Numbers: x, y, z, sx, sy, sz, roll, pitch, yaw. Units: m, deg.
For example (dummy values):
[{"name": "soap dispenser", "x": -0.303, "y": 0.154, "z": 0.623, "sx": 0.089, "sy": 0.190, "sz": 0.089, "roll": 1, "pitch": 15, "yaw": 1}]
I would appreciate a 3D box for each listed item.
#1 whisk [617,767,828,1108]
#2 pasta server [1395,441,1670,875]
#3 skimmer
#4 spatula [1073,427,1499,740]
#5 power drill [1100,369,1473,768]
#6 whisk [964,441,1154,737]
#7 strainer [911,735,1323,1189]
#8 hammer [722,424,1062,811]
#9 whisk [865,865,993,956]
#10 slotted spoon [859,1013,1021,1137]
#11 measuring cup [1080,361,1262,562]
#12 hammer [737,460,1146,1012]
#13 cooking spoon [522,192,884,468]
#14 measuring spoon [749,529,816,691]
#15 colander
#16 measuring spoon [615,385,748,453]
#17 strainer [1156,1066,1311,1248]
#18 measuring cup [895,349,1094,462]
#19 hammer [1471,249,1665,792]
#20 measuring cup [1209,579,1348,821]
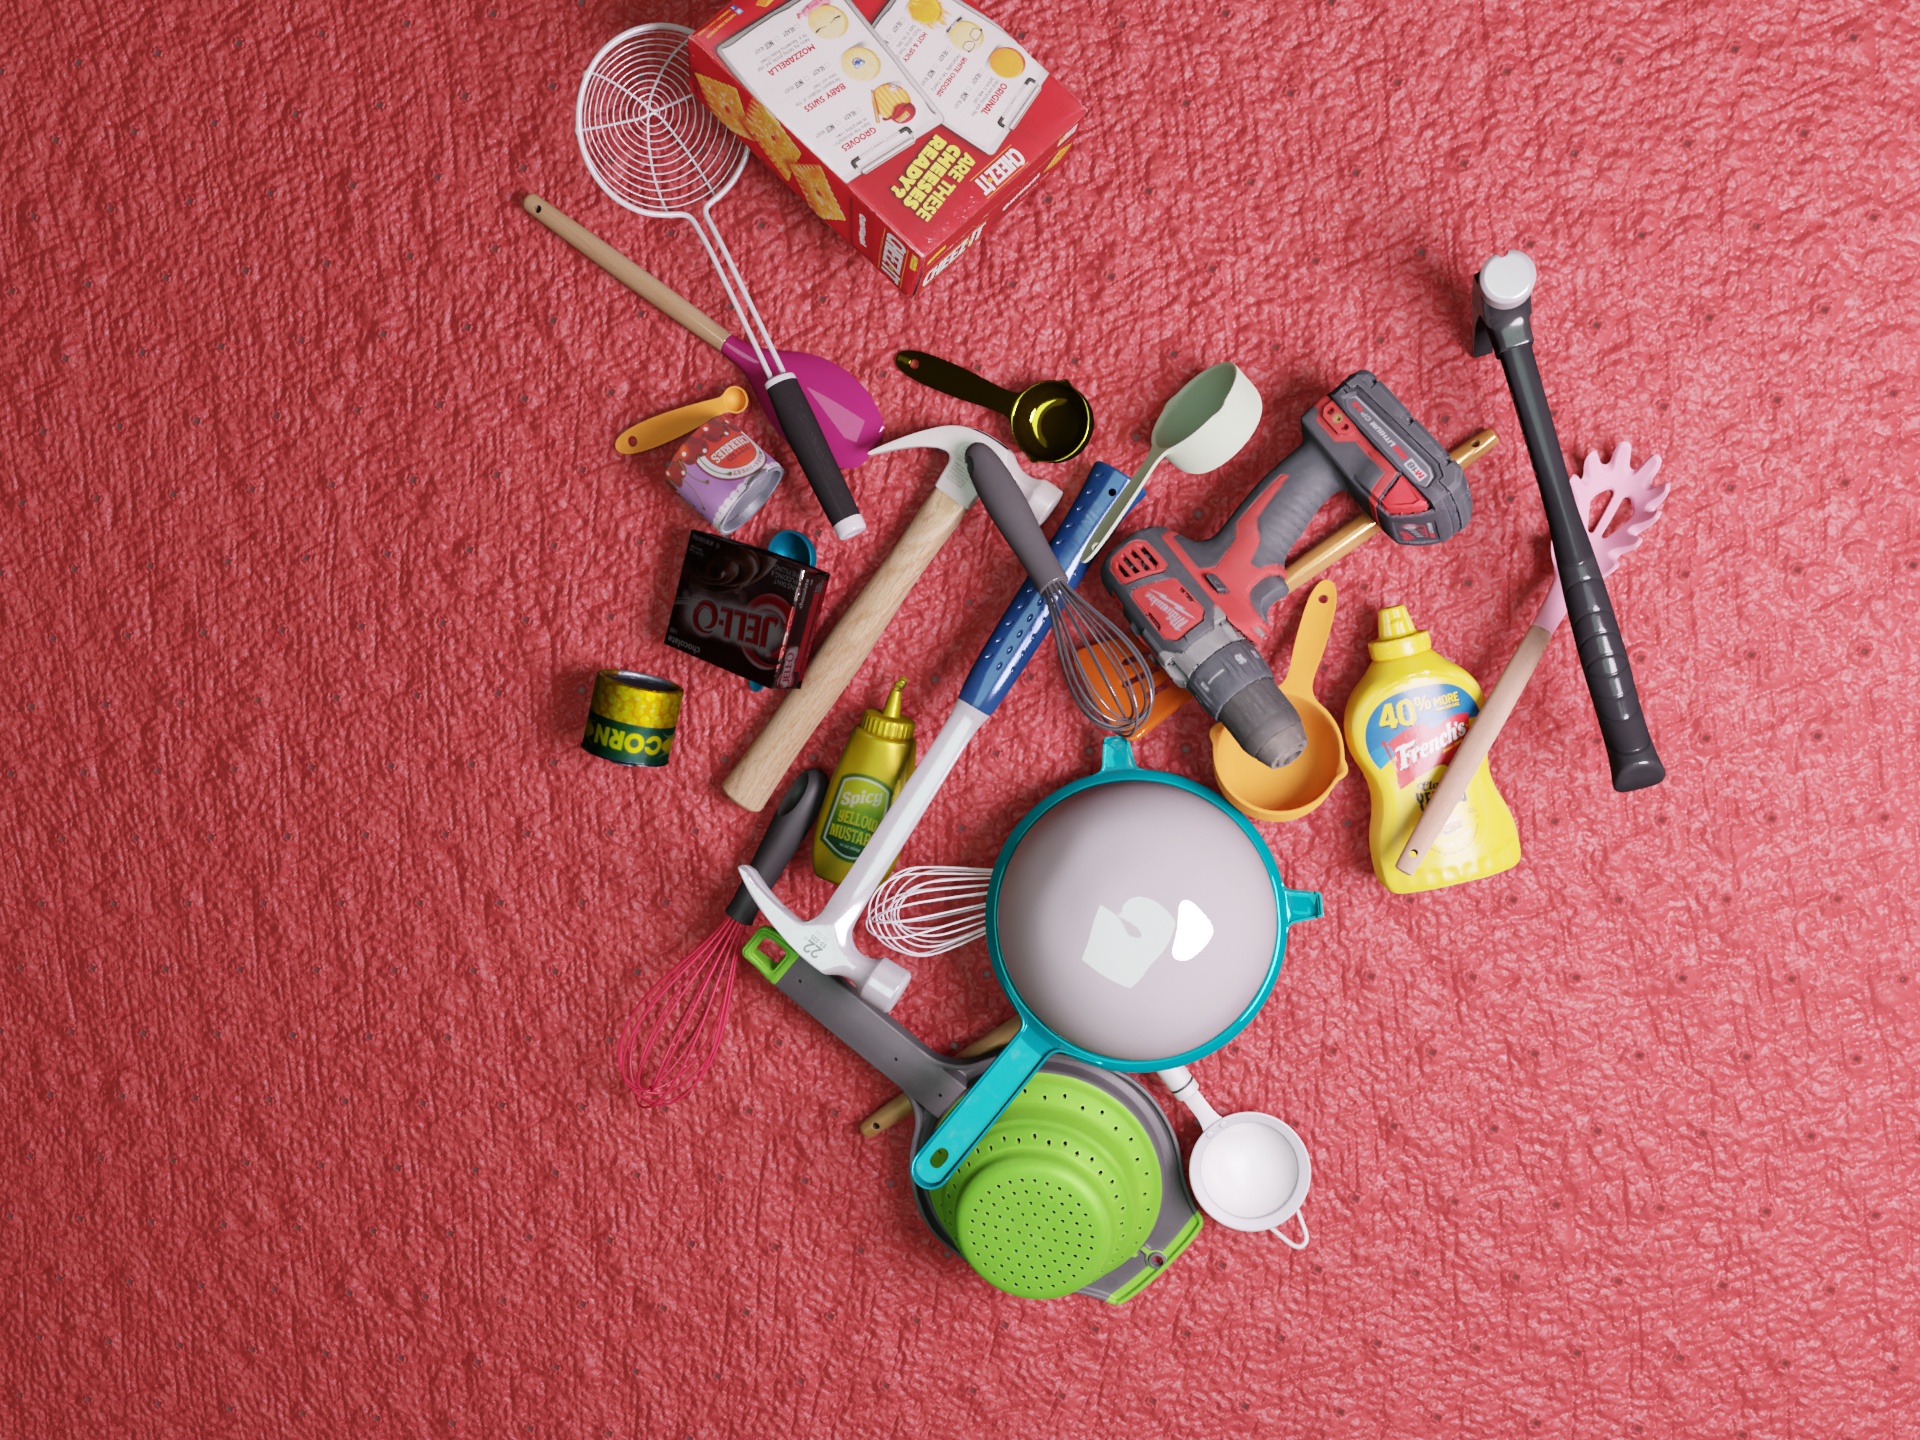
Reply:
[{"name": "whisk", "x": -0.177, "y": 0.165, "z": 1.201, "sx": 0.073, "sy": 0.073, "sz": 0.296, "roll": 30, "pitch": 96, "yaw": 6}, {"name": "pasta server", "x": 0.369, "y": -0.038, "z": 1.045, "sx": 0.060, "sy": 0.040, "sz": 0.316, "roll": 30, "pitch": 87, "yaw": 20}, {"name": "skimmer", "x": -0.149, "y": -0.299, "z": 1.104, "sx": 0.127, "sy": 0.090, "sz": 0.363, "roll": -25, "pitch": 87, "yaw": -14}, {"name": "spatula", "x": 0.229, "y": -0.102, "z": 1.095, "sx": 0.322, "sy": 0.041, "sz": 0.081, "roll": -36, "pitch": 66, "yaw": 11}, {"name": "power drill", "x": 0.225, "y": -0.096, "z": 1.045, "sx": 0.226, "sy": 0.080, "sz": 0.188, "roll": -38, "pitch": 67, "yaw": 9}, {"name": "whisk", "x": 0.062, "y": -0.093, "z": 1.068, "sx": 0.055, "sy": 0.055, "sz": 0.239, "roll": -33, "pitch": 71, "yaw": 13}, {"name": "strainer", "x": 0.079, "y": 0.182, "z": 1.068, "sx": 0.211, "sy": 0.095, "sz": 0.340, "roll": 40, "pitch": 85, "yaw": 7}, {"name": "hammer", "x": -0.074, "y": -0.071, "z": 1.163, "sx": 0.130, "sy": 0.031, "sz": 0.331, "roll": 37, "pitch": 103, "yaw": 4}, {"name": "whisk", "x": 0.069, "y": 0.120, "z": 1.153, "sx": 0.284, "sy": 0.070, "sz": 0.070, "roll": -11, "pitch": 95, "yaw": 7}, {"name": "slotted spoon", "x": 0.049, "y": 0.228, "z": 1.182, "sx": 0.313, "sy": 0.031, "sz": 0.070, "roll": -36, "pitch": 92, "yaw": 15}, {"name": "measuring cup", "x": 0.143, "y": -0.166, "z": 1.077, "sx": 0.038, "sy": 0.083, "sz": 0.167, "roll": 37, "pitch": 90, "yaw": -23}, {"name": "hammer", "x": -0.002, "y": -0.004, "z": 1.115, "sx": 0.144, "sy": 0.035, "sz": 0.405, "roll": 33, "pitch": 90, "yaw": 6}, {"name": "cooking spoon", "x": -0.192, "y": -0.290, "z": 1.163, "sx": 0.319, "sy": 0.017, "sz": 0.068, "roll": 36, "pitch": 103, "yaw": 4}, {"name": "measuring spoon", "x": -0.133, "y": -0.081, "z": 1.183, "sx": 0.042, "sy": 0.021, "sz": 0.128, "roll": 28, "pitch": 112, "yaw": 27}, {"name": "colander", "x": -0.006, "y": 0.294, "z": 1.146, "sx": 0.397, "sy": 0.094, "sz": 0.204, "roll": 39, "pitch": 107, "yaw": -2}, {"name": "measuring spoon", "x": -0.206, "y": -0.221, "z": 1.176, "sx": 0.117, "sy": 0.011, "sz": 0.021, "roll": -17, "pitch": 99, "yaw": 22}, {"name": "strainer", "x": 0.168, "y": 0.270, "z": 1.146, "sx": 0.087, "sy": 0.050, "sz": 0.258, "roll": -37, "pitch": 94, "yaw": 5}, {"name": "measuring cup", "x": 0.024, "y": -0.230, "z": 1.132, "sx": 0.156, "sy": 0.029, "sz": 0.062, "roll": 27, "pitch": 102, "yaw": 18}, {"name": "hammer", "x": 0.379, "y": -0.118, "z": 0.994, "sx": 0.035, "sy": 0.146, "sz": 0.335, "roll": -16, "pitch": 88, "yaw": 15}, {"name": "measuring cup", "x": 0.231, "y": -0.012, "z": 1.109, "sx": 0.095, "sy": 0.052, "sz": 0.174, "roll": 17, "pitch": 76, "yaw": 11}]
